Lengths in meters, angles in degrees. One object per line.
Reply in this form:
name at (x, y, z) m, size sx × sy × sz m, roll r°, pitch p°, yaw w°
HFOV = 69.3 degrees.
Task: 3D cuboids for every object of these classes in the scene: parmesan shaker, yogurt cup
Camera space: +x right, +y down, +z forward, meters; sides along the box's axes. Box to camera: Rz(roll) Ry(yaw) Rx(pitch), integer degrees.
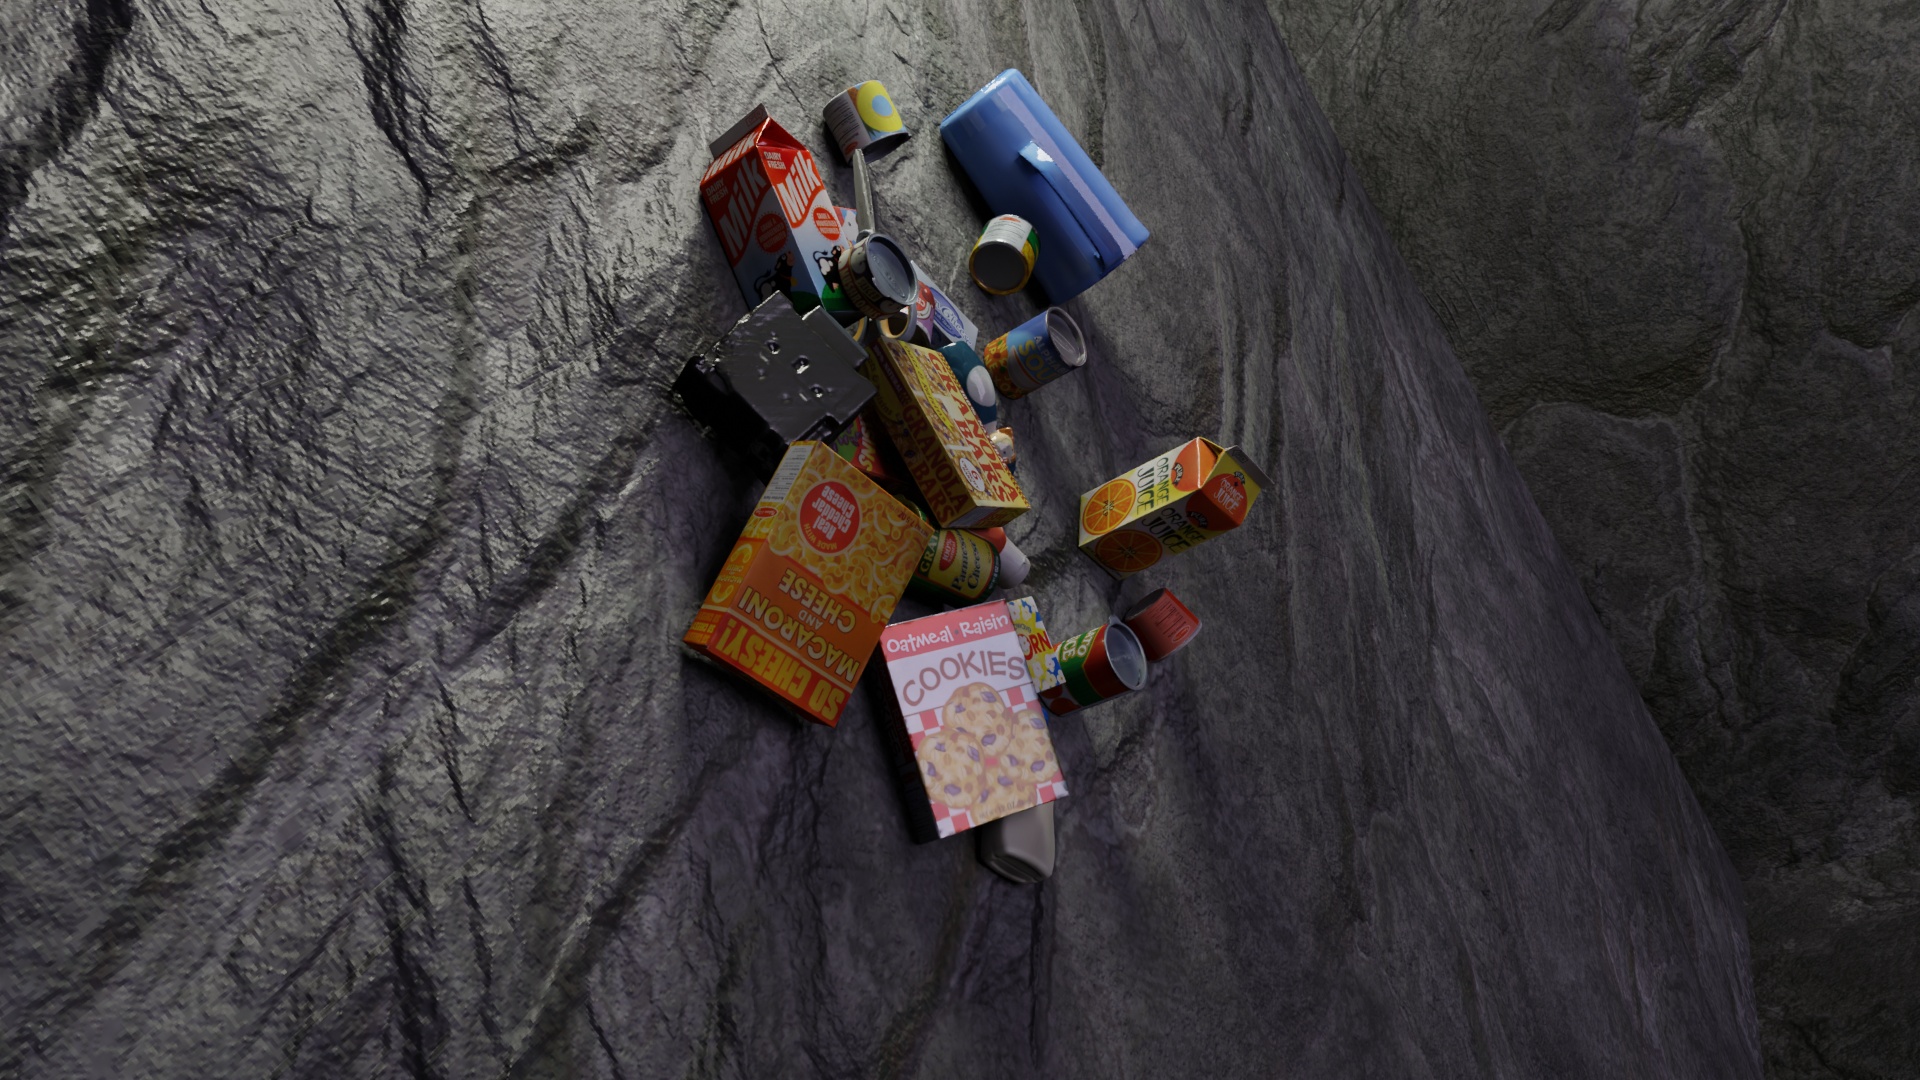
parmesan shaker at (-0.022, 0.011, 1.156) m, size 0.103 × 0.071 × 0.071 m, roll 25°, pitch 49°, yaw -44°
yogurt cup at (0.205, 0.085, 1.427) m, size 0.054 × 0.072 × 0.073 m, roll 51°, pitch 34°, yaw -5°

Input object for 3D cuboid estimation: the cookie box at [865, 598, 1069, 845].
cookie box at (0.002, 0.139, 1.091) m, size 0.123 × 0.040 × 0.167 m, roll -11°, pitch 77°, yaw -31°

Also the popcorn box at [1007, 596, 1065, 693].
popcorn box at (0.032, 0.100, 1.197) m, size 0.127 × 0.038 × 0.085 m, roll -10°, pitch 75°, yaw -56°

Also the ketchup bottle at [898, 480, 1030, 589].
ketchup bottle at (0.004, -0.015, 1.233) m, size 0.148 × 0.043 × 0.065 m, roll 45°, pitch 31°, yaw -27°

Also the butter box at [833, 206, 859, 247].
butter box at (-0.120, -0.275, 1.253) m, size 0.104 × 0.024 × 0.053 m, roll -9°, pitch 76°, yaw -56°

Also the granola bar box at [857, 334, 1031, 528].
granola bar box at (-0.016, -0.088, 1.173) m, size 0.166 × 0.039 × 0.124 m, roll 61°, pitch 21°, yaw 12°

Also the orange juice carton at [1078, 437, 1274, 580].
orange juice carton at (0.217, -0.038, 1.406) m, size 0.071 × 0.192 × 0.073 m, roll 39°, pitch 40°, yaw -32°

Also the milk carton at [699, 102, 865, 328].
milk carton at (-0.151, -0.262, 1.157) m, size 0.074 × 0.072 × 0.190 m, roll -17°, pitch 82°, yaw -57°

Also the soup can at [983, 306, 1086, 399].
soup can at (0.075, -0.187, 1.410) m, size 0.071 × 0.083 × 0.072 m, roll 33°, pitch 45°, yaw -39°

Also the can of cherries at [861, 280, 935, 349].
can of cherries at (-0.056, -0.197, 1.247) m, size 0.071 × 0.071 × 0.059 m, roll 39°, pitch 40°, yaw -33°

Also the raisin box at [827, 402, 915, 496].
raisin box at (-0.095, -0.088, 1.149) m, size 0.123 × 0.040 × 0.086 m, roll 18°, pitch 54°, yaw -49°

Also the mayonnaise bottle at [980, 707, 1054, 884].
mayonnaise bottle at (0.051, 0.206, 1.153) m, size 0.064 × 0.041 × 0.149 m, roll 37°, pitch 41°, yaw -30°

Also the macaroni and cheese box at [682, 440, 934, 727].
macaroni and cheese box at (-0.105, 0.031, 0.991) m, size 0.123 × 0.040 × 0.167 m, roll 38°, pitch 69°, yaw -33°

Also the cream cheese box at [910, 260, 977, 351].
cream cheese box at (-0.027, -0.217, 1.344) m, size 0.103 × 0.024 × 0.054 m, roll 42°, pitch 38°, yaw -30°

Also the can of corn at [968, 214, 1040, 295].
can of corn at (0.047, -0.298, 1.464) m, size 0.071 × 0.071 × 0.058 m, roll 49°, pitch 37°, yaw -22°

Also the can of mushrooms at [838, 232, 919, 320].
can of mushrooms at (-0.068, -0.216, 1.146) m, size 0.071 × 0.033 × 0.071 m, roll 35°, pitch 43°, yaw -40°

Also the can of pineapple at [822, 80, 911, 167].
can of pineapple at (-0.091, -0.402, 1.340) m, size 0.071 × 0.071 × 0.058 m, roll -29°, pitch 92°, yaw -57°

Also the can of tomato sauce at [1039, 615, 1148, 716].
can of tomato sauce at (0.117, 0.116, 1.264) m, size 0.071 × 0.083 × 0.071 m, roll 33°, pitch 44°, yaw -39°
